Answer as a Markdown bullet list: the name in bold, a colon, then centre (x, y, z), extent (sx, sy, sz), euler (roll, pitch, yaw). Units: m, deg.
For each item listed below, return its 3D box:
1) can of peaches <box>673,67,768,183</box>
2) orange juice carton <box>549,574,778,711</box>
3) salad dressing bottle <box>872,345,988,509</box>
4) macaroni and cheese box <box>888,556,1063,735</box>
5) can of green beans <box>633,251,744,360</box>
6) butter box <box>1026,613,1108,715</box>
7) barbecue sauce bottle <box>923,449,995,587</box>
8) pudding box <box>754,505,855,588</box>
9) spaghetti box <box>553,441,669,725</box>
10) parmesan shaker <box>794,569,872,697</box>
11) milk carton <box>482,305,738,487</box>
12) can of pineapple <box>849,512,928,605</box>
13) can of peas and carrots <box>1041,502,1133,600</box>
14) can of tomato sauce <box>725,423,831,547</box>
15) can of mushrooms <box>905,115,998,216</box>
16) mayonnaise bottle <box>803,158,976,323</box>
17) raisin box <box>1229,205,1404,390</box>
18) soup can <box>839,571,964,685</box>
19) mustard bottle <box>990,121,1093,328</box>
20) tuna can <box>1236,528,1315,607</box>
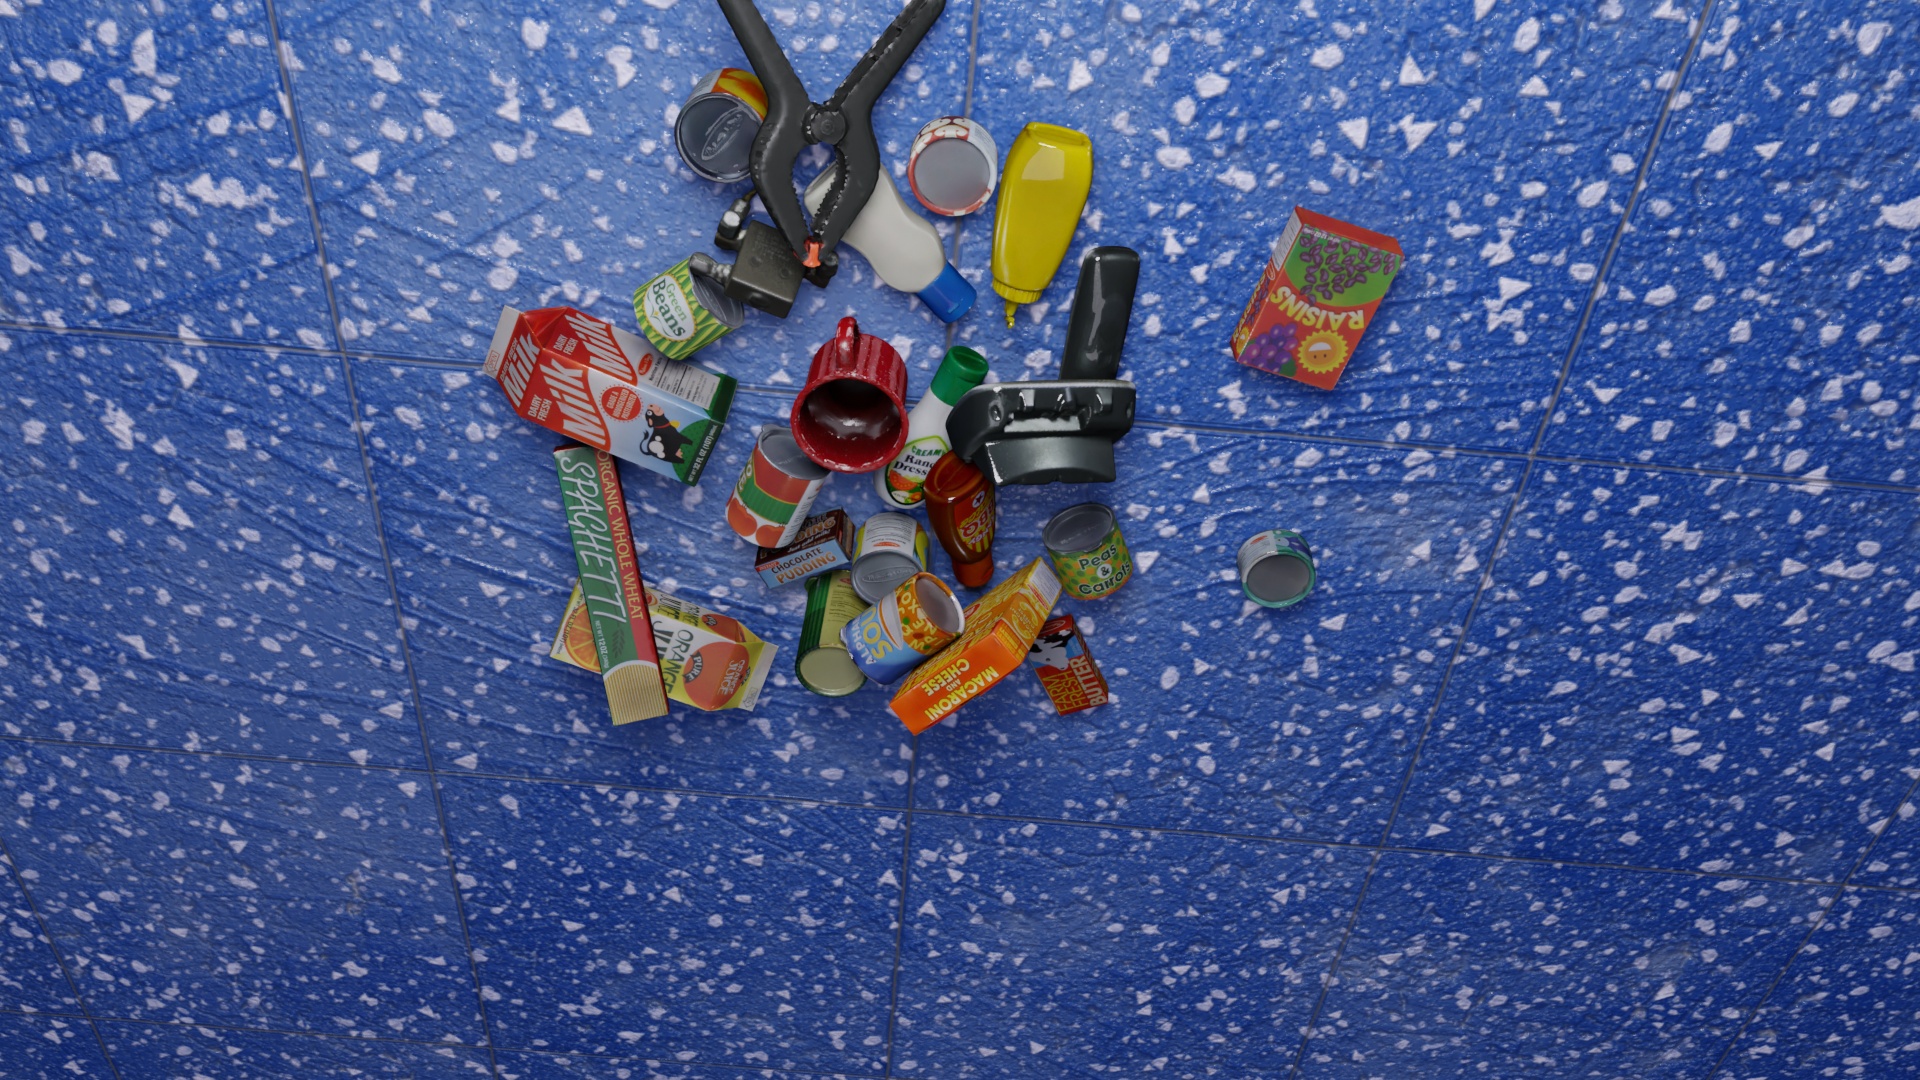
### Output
- **can of peaches**: centre (-0.165, -0.297, 0.998), extent (0.071, 0.058, 0.071), euler (1, 126, 1)
- **orange juice carton**: centre (-0.268, 0.095, 1.273), extent (0.193, 0.073, 0.071), euler (21, 100, -13)
- **salad dressing bottle**: centre (-0.024, -0.093, 1.151), extent (0.064, 0.044, 0.147), euler (14, 126, -23)
- **macaroni and cheese box**: centre (0.018, 0.090, 1.208), extent (0.123, 0.167, 0.040), euler (-37, 97, 26)
- **can of green beans**: centre (-0.211, -0.182, 1.080), extent (0.057, 0.071, 0.071), euler (-26, 122, 21)
- **butter box**: centre (0.099, 0.119, 1.317), extent (0.053, 0.024, 0.103), euler (-19, 123, 16)
- **barbecue sauce bottle**: centre (0.004, -0.015, 1.187), extent (0.044, 0.065, 0.147), euler (31, 154, 25)
- **pudding box**: centre (-0.137, 0.006, 1.227), extent (0.083, 0.050, 0.030), euler (-18, 125, 16)
- **spaghetti box**: centre (-0.301, 0.036, 1.201), extent (0.050, 0.029, 0.249), euler (-11, 101, -9)
- **parmesan shaker**: centre (-0.114, 0.083, 1.249), extent (0.071, 0.103, 0.071), euler (1, 127, 2)
- **milk carton**: centre (-0.285, -0.124, 1.122), extent (0.190, 0.074, 0.072), euler (23, 124, -14)
- **can of pineapple**: centre (-0.062, 0.019, 1.228), extent (0.071, 0.058, 0.070), euler (1, 127, 2)
- **can of peas and carrots**: centre (0.112, 0.011, 1.207), extent (0.071, 0.071, 0.058), euler (-16, 125, 14)
- **can of tomato sauce**: centre (-0.157, -0.046, 1.180), extent (0.071, 0.071, 0.082), euler (22, 125, -14)
- **can of mushrooms**: centre (-0.008, -0.274, 1.024), extent (0.071, 0.034, 0.070), euler (1, 127, 1)
- **mayonnaise bottle**: centre (-0.049, -0.227, 1.056), extent (0.064, 0.041, 0.148), euler (-38, 118, 18)
- **raisin box**: centre (0.273, -0.186, 1.075), extent (0.086, 0.040, 0.122), euler (15, 125, -9)
- **soup can**: centre (-0.050, 0.074, 1.188), extent (0.083, 0.072, 0.071), euler (-37, 117, 26)
- **mustard bottle**: centre (0.053, -0.231, 1.044), extent (0.065, 0.049, 0.159), euler (13, 127, -6)
- **tuna can**: centre (0.283, 0.027, 1.235), extent (0.071, 0.033, 0.070), euler (1, 126, 2)
